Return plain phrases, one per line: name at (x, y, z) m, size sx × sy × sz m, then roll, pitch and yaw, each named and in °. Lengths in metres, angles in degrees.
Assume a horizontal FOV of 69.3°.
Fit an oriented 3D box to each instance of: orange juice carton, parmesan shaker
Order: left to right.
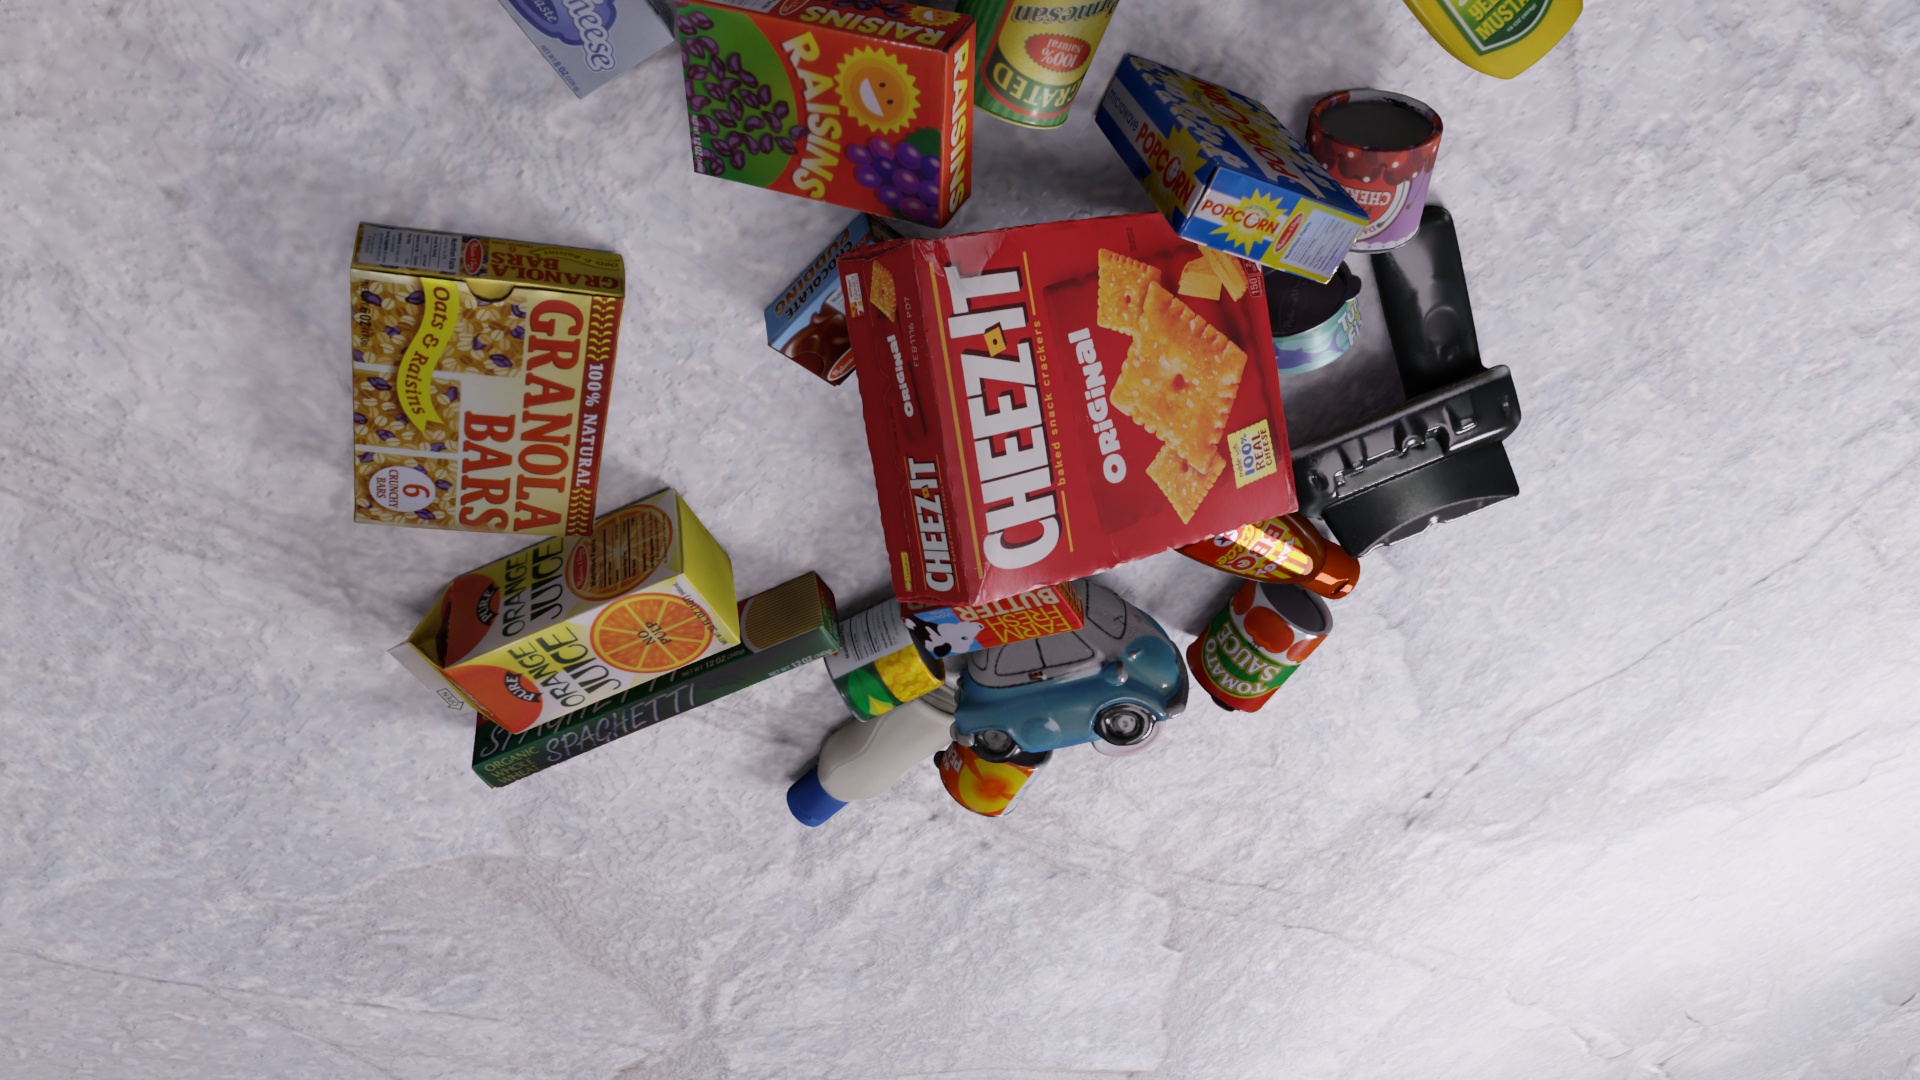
orange juice carton at (-0.233, 0.050, 0.816) m, size 0.192 × 0.073 × 0.071 m, roll -22°, pitch 136°, yaw 7°
parmesan shaker at (0.034, -0.242, 0.604) m, size 0.071 × 0.071 × 0.102 m, roll 8°, pitch 131°, yaw -23°

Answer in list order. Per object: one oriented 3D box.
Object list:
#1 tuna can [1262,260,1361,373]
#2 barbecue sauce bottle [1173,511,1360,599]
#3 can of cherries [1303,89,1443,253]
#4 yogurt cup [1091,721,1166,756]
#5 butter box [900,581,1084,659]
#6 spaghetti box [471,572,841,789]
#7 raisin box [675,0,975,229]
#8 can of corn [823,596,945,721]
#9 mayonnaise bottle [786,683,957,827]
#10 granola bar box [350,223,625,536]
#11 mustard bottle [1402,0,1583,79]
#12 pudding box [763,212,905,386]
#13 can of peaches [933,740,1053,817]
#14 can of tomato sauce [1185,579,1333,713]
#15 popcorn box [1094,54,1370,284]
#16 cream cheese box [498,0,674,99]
tuna can at (0.187, -0.126, 0.762) m, size 0.071 × 0.071 × 0.032 m, roll -25°, pitch 137°, yaw 10°
barbecue sauce bottle at (0.202, 0.000, 0.909) m, size 0.148 × 0.044 × 0.064 m, roll 22°, pitch 123°, yaw -33°
can of cherries at (0.205, -0.187, 0.704) m, size 0.071 × 0.072 × 0.058 m, roll -8°, pitch 135°, yaw -8°
yogurt cup at (0.114, 0.118, 0.995) m, size 0.072 × 0.054 × 0.072 m, roll -7°, pitch 135°, yaw -7°
butter box at (0.020, 0.042, 0.858) m, size 0.103 × 0.024 × 0.053 m, roll -14°, pitch 140°, yaw 21°
spaghetti box at (-0.196, 0.090, 0.884) m, size 0.250 × 0.050 × 0.028 m, roll -22°, pitch 134°, yaw 7°
raisin box at (-0.057, -0.193, 0.608) m, size 0.123 × 0.040 × 0.085 m, roll 16°, pitch 135°, yaw 14°
can of corn at (-0.048, 0.077, 0.900) m, size 0.058 × 0.071 × 0.071 m, roll -26°, pitch 135°, yaw 10°
mayonnaise bottle at (-0.065, 0.151, 0.989) m, size 0.064 × 0.041 × 0.147 m, roll 30°, pitch 121°, yaw -35°
granola bar box at (-0.244, -0.075, 0.713) m, size 0.124 × 0.039 × 0.164 m, roll 3°, pitch 133°, yaw -19°
mustard bottle at (0.220, -0.276, 0.635) m, size 0.160 × 0.049 × 0.065 m, roll 24°, pitch 122°, yaw -34°
pudding box at (-0.058, -0.125, 0.722) m, size 0.049 × 0.030 × 0.083 m, roll 29°, pitch 121°, yaw -37°
can of peaches at (0.024, 0.154, 0.998) m, size 0.071 × 0.071 × 0.057 m, roll 12°, pitch 130°, yaw -26°
can of tomato sauce at (0.206, 0.069, 0.961) m, size 0.071 × 0.071 × 0.082 m, roll 15°, pitch 128°, yaw -28°
popcorn box at (0.124, -0.176, 0.652) m, size 0.085 × 0.127 × 0.038 m, roll 11°, pitch 125°, yaw -25°
cream cheese box at (-0.170, -0.241, 0.578) m, size 0.053 × 0.024 × 0.103 m, roll -28°, pitch 135°, yaw 11°
